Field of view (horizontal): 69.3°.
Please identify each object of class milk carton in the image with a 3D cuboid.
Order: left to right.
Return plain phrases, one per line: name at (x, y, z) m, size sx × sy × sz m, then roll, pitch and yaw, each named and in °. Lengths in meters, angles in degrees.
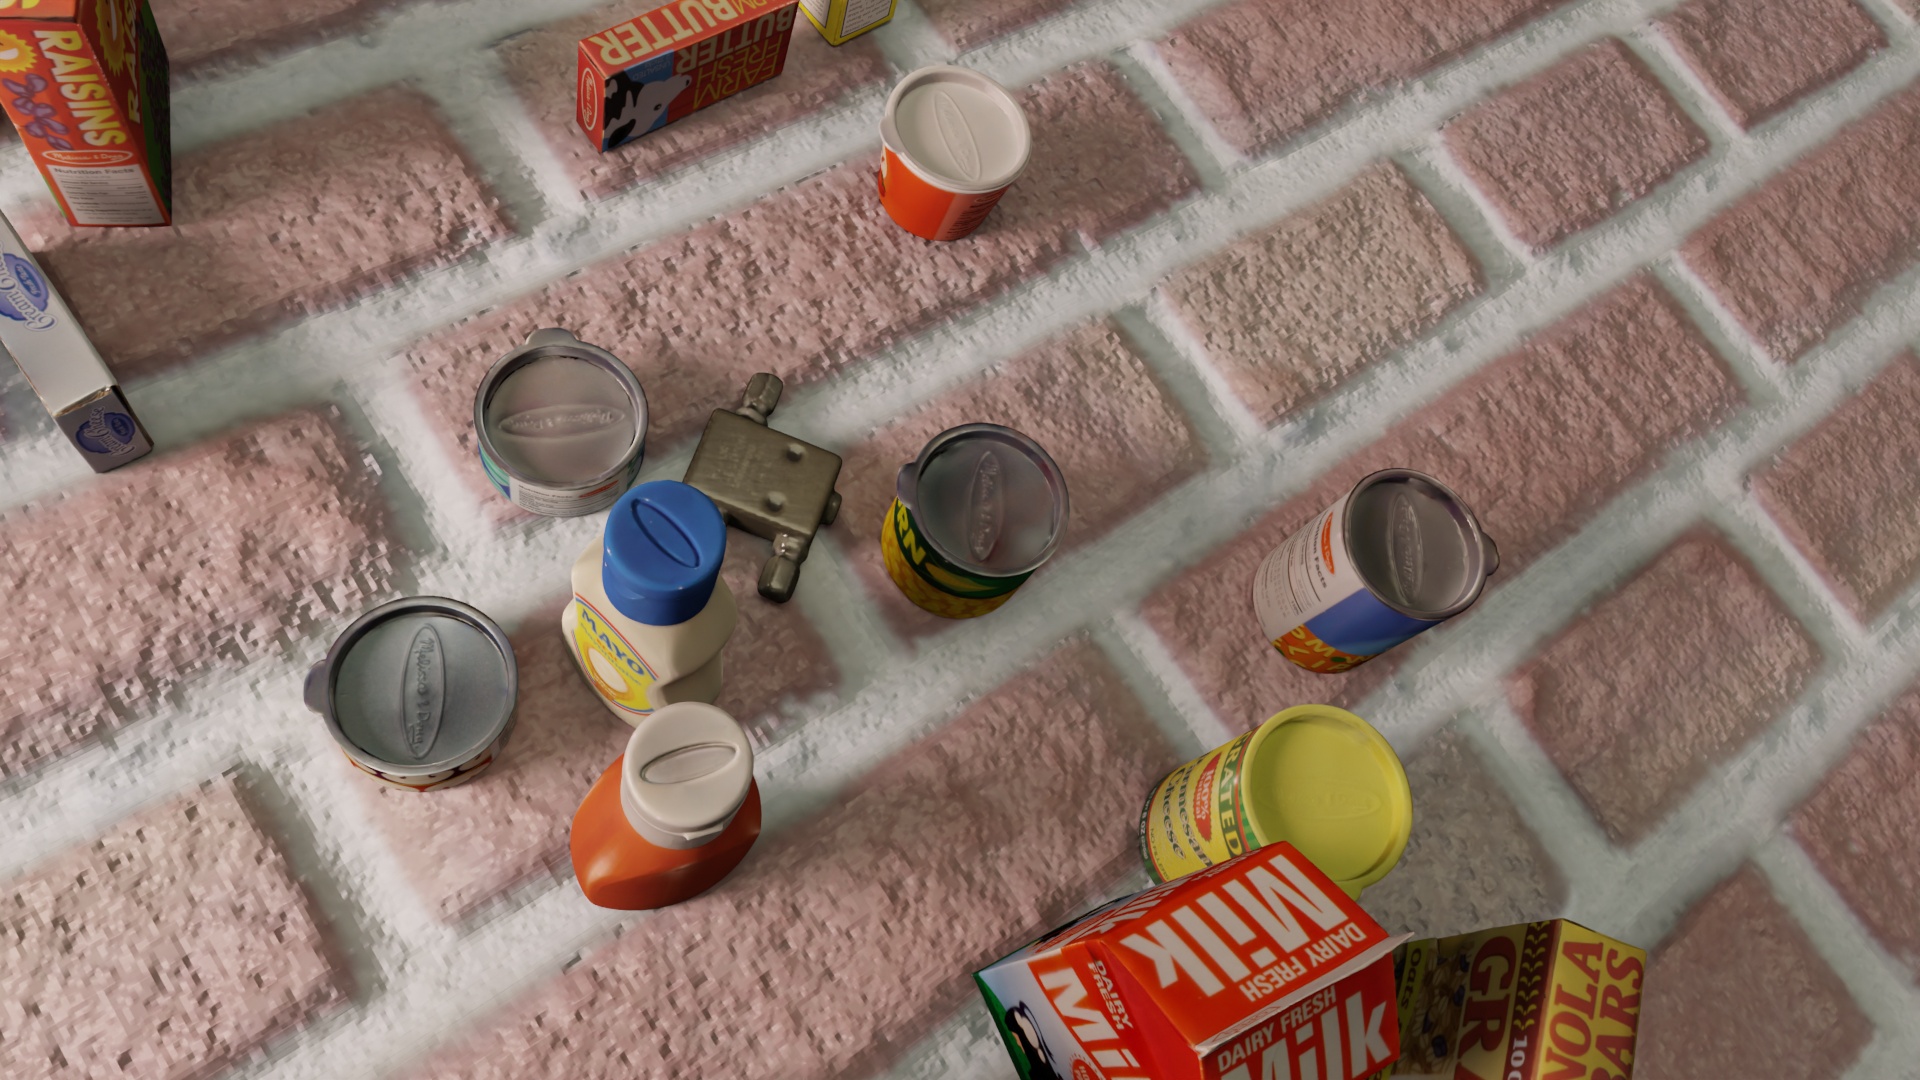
milk carton at (0.072, 0.153, 0.453) m, size 0.072 × 0.189 × 0.073 m, roll -21°, pitch 76°, yaw -22°

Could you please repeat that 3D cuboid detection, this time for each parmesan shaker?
parmesan shaker at (0.116, 0.110, 0.532) m, size 0.071 × 0.102 × 0.071 m, roll 6°, pitch 67°, yaw -14°

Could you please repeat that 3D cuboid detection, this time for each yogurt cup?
yogurt cup at (-0.006, -0.175, 0.641) m, size 0.072 × 0.053 × 0.072 m, roll 6°, pitch 67°, yaw -14°

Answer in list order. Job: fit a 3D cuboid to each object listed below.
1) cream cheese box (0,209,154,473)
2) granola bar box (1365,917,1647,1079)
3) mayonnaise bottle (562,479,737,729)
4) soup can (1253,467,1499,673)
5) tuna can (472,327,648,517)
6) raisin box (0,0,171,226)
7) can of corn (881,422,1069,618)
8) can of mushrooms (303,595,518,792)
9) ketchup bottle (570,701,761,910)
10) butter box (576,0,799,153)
cream cheese box at (-0.337, -0.078, 0.506) m, size 0.024 × 0.053 × 0.104 m, roll -34°, pitch 81°, yaw -25°
granola bar box at (0.176, 0.224, 0.491) m, size 0.039 × 0.123 × 0.166 m, roll 24°, pitch 64°, yaw -6°
mayonnaise bottle at (-0.107, 0.024, 0.478) m, size 0.065 × 0.147 × 0.041 m, roll 45°, pitch 64°, yaw 4°
soup can at (0.176, 0.016, 0.599) m, size 0.071 × 0.083 × 0.071 m, roll 6°, pitch 67°, yaw -14°
tuna can at (-0.160, -0.047, 0.556) m, size 0.071 × 0.032 × 0.071 m, roll 6°, pitch 67°, yaw -14°
raisin box at (-0.327, -0.185, 0.514) m, size 0.040 × 0.123 × 0.086 m, roll -5°, pitch 70°, yaw -18°
can of corn at (0.002, -0.007, 0.572) m, size 0.071 × 0.058 × 0.071 m, roll 6°, pitch 67°, yaw -14°
can of mushrooms at (-0.197, 0.056, 0.503) m, size 0.071 × 0.033 × 0.071 m, roll 6°, pitch 67°, yaw -14°
ketchup bottle at (-0.094, 0.089, 0.455) m, size 0.065 × 0.148 × 0.043 m, roll -14°, pitch 73°, yaw -20°
butter box at (-0.123, -0.217, 0.625) m, size 0.104 × 0.053 × 0.024 m, roll -34°, pitch 81°, yaw -25°
